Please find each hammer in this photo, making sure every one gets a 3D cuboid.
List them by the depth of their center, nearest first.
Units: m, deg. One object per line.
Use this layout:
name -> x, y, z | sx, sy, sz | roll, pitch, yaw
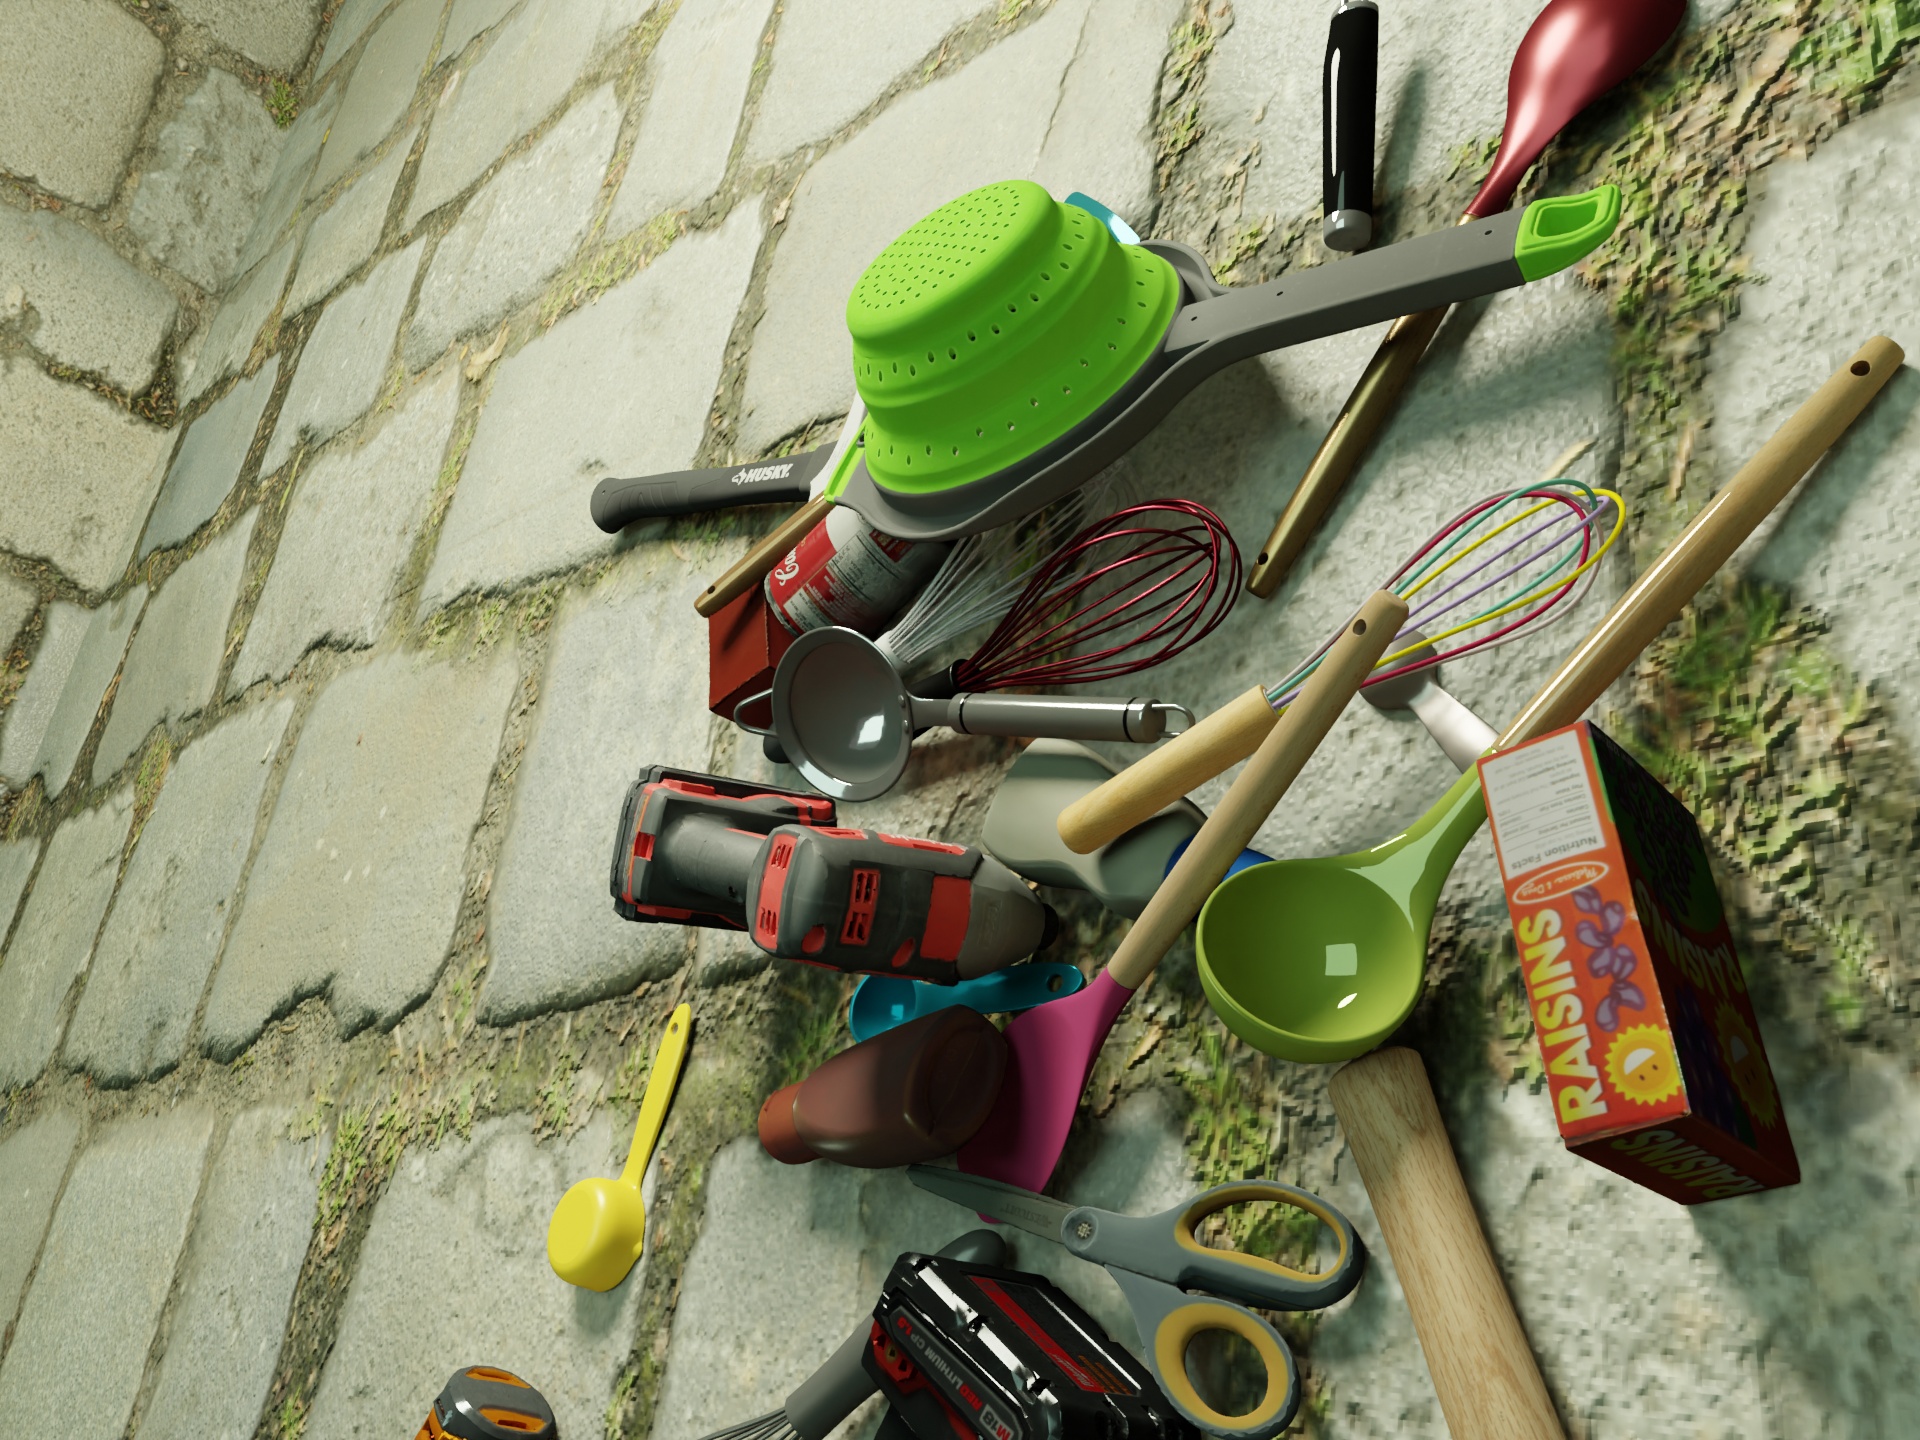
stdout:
hammer -> 0.172, 0.243, 0.449 | 0.130, 0.031, 0.332 | -38, 43, 27
hammer -> -0.157, -0.160, 1.060 | 0.335, 0.035, 0.146 | 5, 67, 51

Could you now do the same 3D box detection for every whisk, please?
whisk -> 0.138, -0.015, 0.604 | 0.245, 0.051, 0.047 | -34, 56, 19
whisk -> -0.067, 0.293, 0.675 | 0.239, 0.055, 0.055 | -45, 41, 12
whisk -> 0.017, -0.025, 0.768 | 0.296, 0.073, 0.073 | -28, 49, 43
whisk -> -0.014, -0.050, 0.825 | 0.284, 0.070, 0.070 | -37, 44, 35

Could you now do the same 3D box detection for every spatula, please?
spatula -> -0.031, -0.166, 0.889 | 0.317, 0.044, 0.082 | -39, 45, 4

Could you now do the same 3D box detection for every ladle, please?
ladle -> 0.203, -0.009, 0.542 | 0.320, 0.062, 0.078 | -49, 59, 7
ladle -> 0.208, -0.191, 0.684 | 0.315, 0.031, 0.069 | -60, 38, 5

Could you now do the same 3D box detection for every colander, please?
colander -> 0.077, -0.195, 0.704 | 0.397, 0.094, 0.205 | -7, 44, 39

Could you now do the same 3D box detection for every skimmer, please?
skimmer -> 0.215, -0.392, 0.797 | 0.127, 0.090, 0.363 | -8, 72, 43

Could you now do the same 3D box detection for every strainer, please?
strainer -> -0.001, -0.002, 0.726 | 0.258, 0.050, 0.087 | 2, 104, 42

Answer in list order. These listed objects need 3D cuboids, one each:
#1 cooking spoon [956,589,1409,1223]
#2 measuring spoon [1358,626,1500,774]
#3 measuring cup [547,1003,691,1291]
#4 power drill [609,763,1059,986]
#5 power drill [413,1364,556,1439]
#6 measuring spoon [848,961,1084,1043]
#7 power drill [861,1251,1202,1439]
cooking spoon -> 0.076, 0.081, 0.613 | 0.318, 0.017, 0.069 | -60, 37, 27
measuring spoon -> 0.184, 0.003, 0.595 | 0.034, 0.018, 0.124 | -49, 40, 15
measuring cup -> -0.182, 0.226, 0.856 | 0.062, 0.029, 0.156 | 3, 71, 49
power drill -> -0.063, 0.075, 0.738 | 0.220, 0.143, 0.078 | 6, 85, 56
power drill -> -0.230, 0.438, 0.743 | 0.164, 0.084, 0.227 | -61, 34, 1
measuring spoon -> 0.005, 0.128, 0.725 | 0.128, 0.021, 0.042 | -14, 58, 32
power drill -> -0.004, 0.329, 0.560 | 0.188, 0.080, 0.227 | 27, 91, 52
